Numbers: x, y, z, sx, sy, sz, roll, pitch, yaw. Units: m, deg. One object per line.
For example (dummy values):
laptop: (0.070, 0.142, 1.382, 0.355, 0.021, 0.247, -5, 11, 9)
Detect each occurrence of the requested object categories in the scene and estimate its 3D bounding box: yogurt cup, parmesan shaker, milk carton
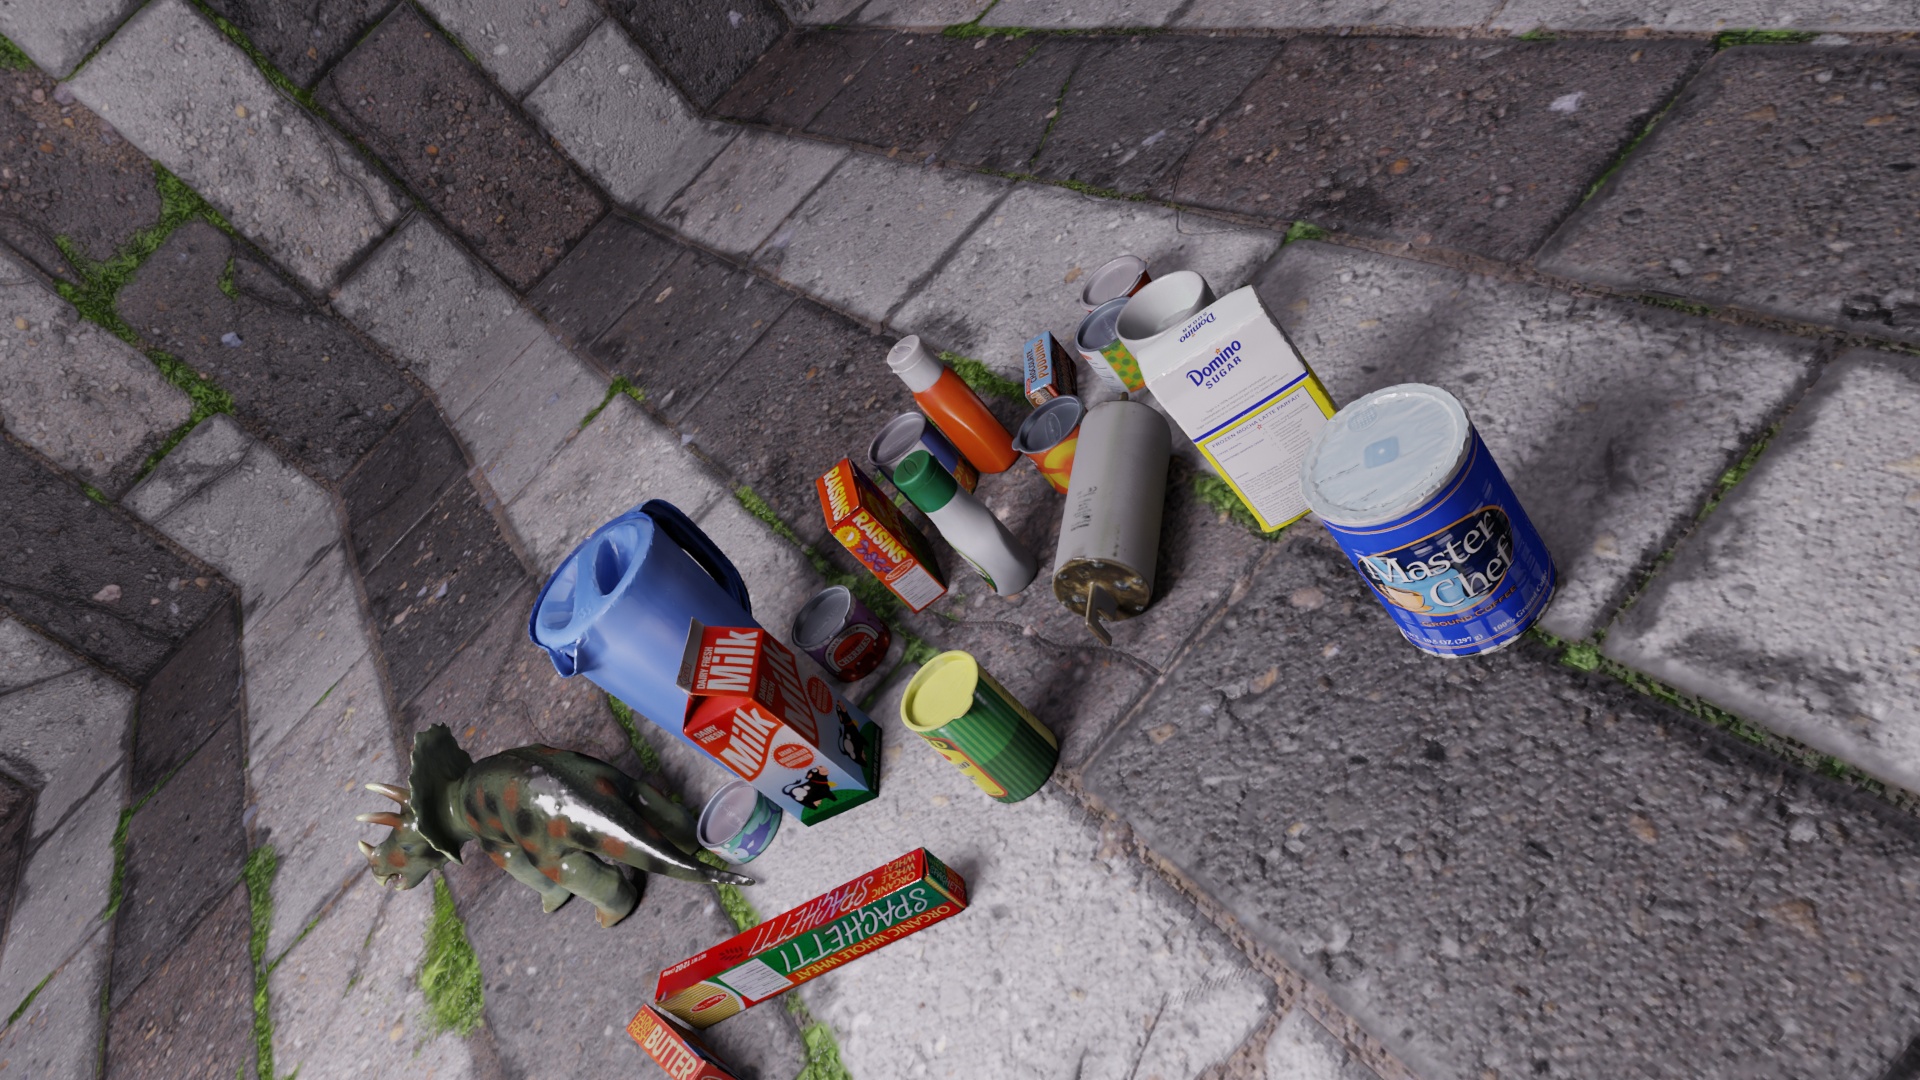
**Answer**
yogurt cup: (0.152, -0.221, 1.283, 0.072, 0.054, 0.073, -28, 36, 23)
parmesan shaker: (0.016, 0.135, 0.984, 0.071, 0.103, 0.072, -28, 36, 23)
milk carton: (-0.148, 0.137, 1.075, 0.073, 0.190, 0.073, -28, 36, 24)

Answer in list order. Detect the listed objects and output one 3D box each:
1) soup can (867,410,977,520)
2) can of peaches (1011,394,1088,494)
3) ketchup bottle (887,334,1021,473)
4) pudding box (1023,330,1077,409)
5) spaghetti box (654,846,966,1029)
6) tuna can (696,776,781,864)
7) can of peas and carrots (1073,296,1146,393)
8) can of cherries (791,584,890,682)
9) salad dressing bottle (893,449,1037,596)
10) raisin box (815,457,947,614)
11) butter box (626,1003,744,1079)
soup can: (-0.034, -0.070, 1.285, 0.071, 0.083, 0.072, -28, 36, 23)
can of peaches: (0.089, -0.080, 1.188, 0.071, 0.058, 0.071, -28, 36, 23)
ketchup bottle: (-0.008, -0.122, 1.255, 0.043, 0.148, 0.065, -53, 34, -13)
pudding box: (0.083, -0.148, 1.278, 0.030, 0.049, 0.084, -27, 36, 24)
spaghetti box: (-0.109, 0.288, 0.995, 0.249, 0.050, 0.029, -30, 35, 20)
tuna can: (-0.182, 0.230, 1.151, 0.071, 0.032, 0.071, -28, 36, 23)
can of peas and carrots: (0.146, -0.175, 1.233, 0.071, 0.058, 0.071, -28, 36, 23)
can of cherries: (-0.103, 0.083, 1.209, 0.071, 0.058, 0.072, -28, 36, 23)
salad dressing bottle: (0.004, -0.014, 1.122, 0.044, 0.147, 0.064, -41, 33, 4)
raisin box: (-0.069, -0.004, 1.211, 0.040, 0.123, 0.086, -37, 33, 11)
butter box: (-0.194, 0.370, 0.990, 0.103, 0.053, 0.024, 12, 62, 52)
